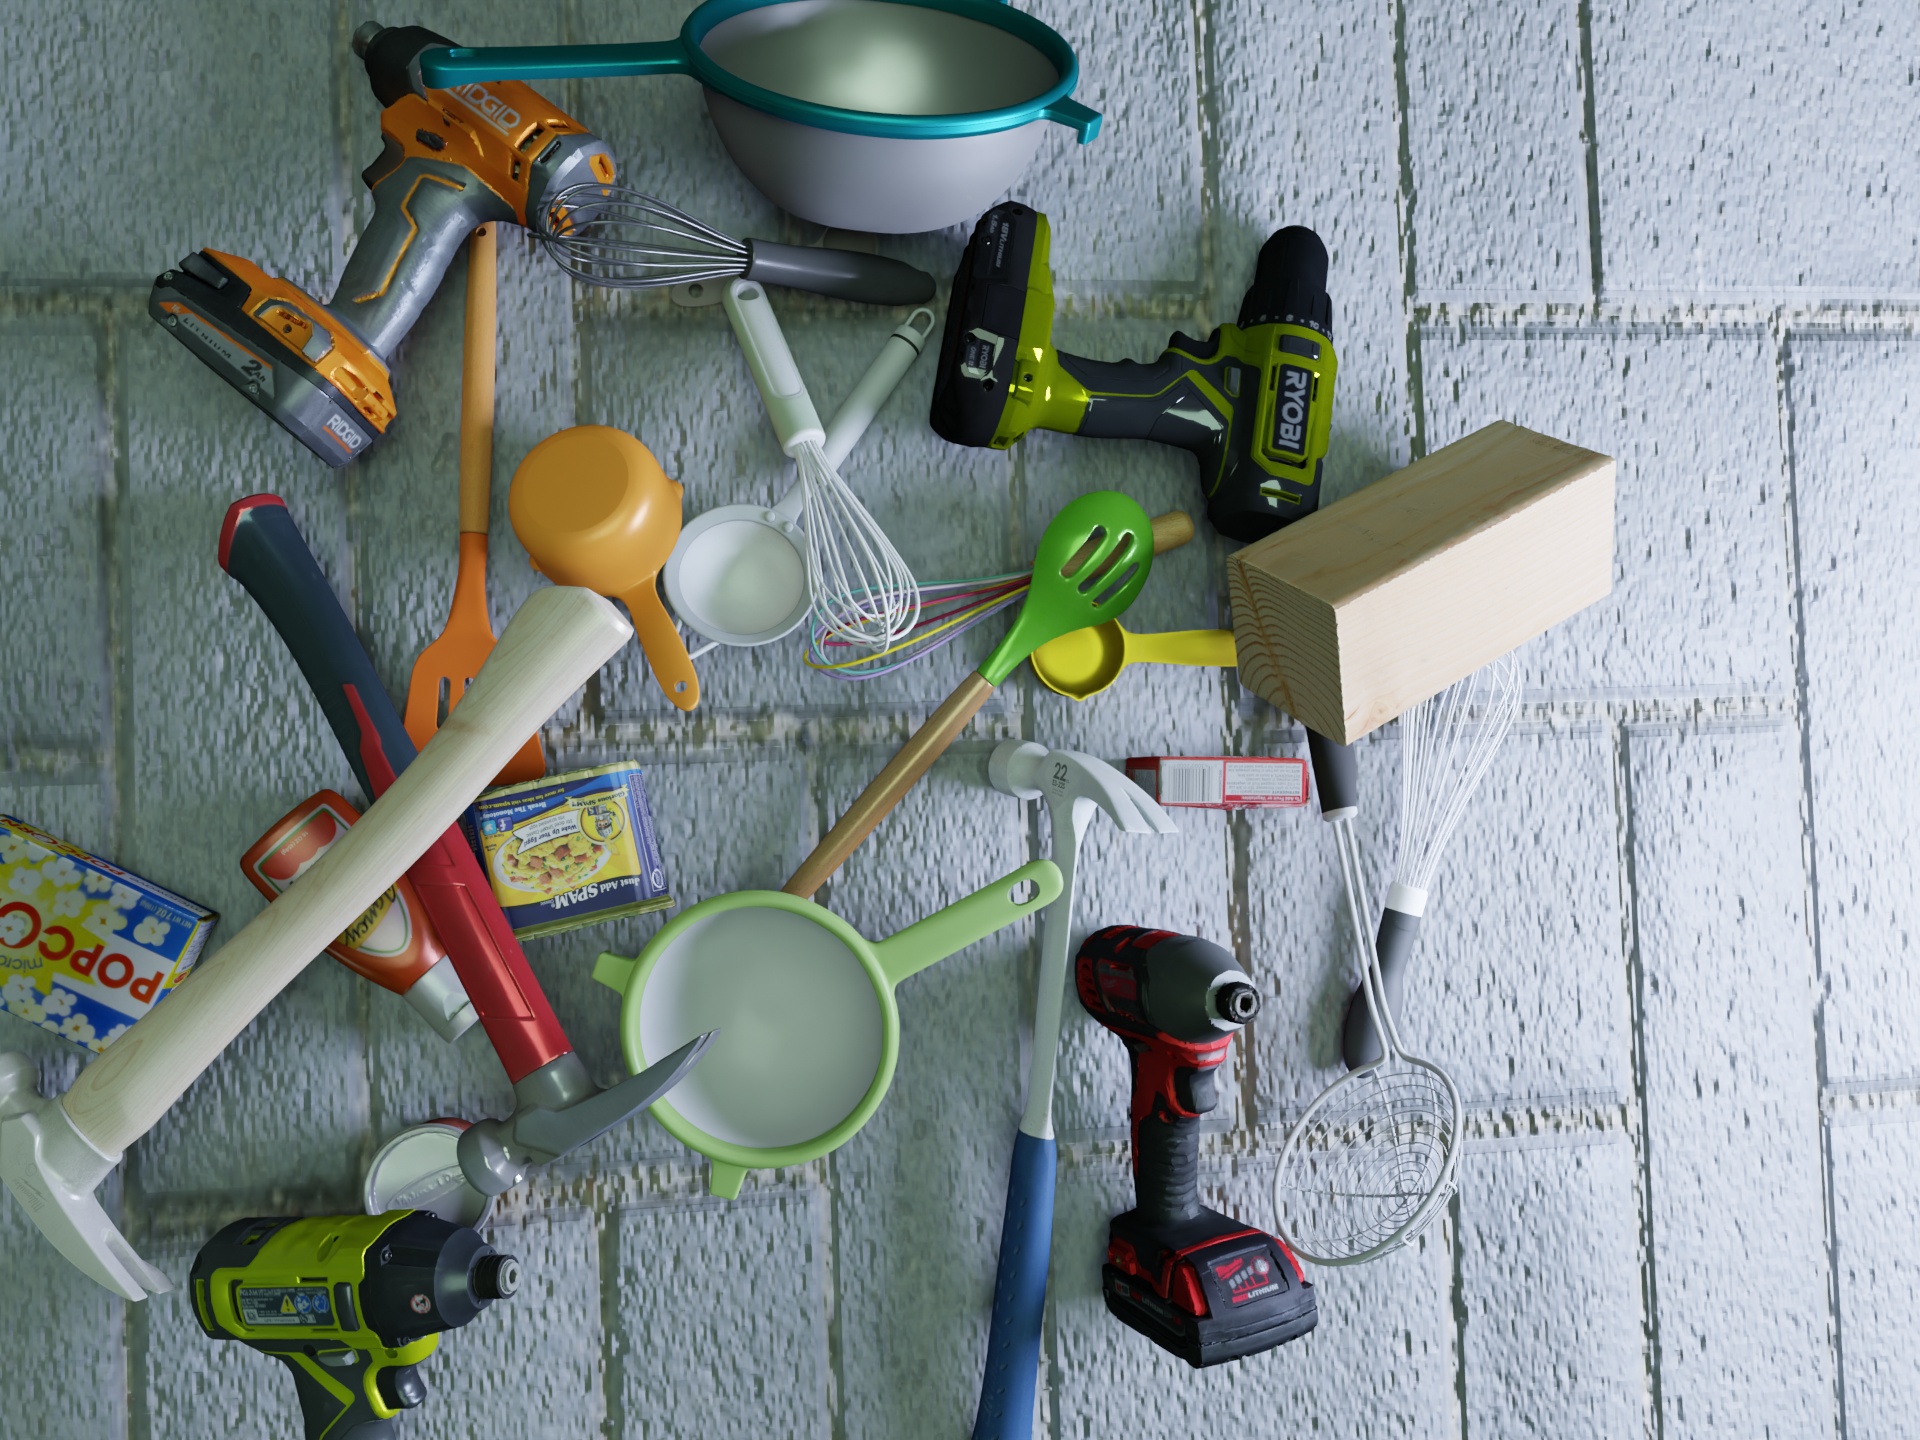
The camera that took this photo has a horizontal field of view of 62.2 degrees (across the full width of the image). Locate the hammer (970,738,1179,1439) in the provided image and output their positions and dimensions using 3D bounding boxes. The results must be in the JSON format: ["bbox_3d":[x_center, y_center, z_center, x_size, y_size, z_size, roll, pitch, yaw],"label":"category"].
[{"bbox_3d":[0.045,0.219,0.880,0.035,0.144,0.405,4,94,-30],"label":"hammer"}]

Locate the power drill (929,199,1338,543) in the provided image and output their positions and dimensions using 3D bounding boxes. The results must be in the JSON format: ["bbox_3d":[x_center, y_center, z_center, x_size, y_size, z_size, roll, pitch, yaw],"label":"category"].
[{"bbox_3d":[0.109,-0.216,0.918,0.228,0.080,0.191,12,76,-10],"label":"power drill"}]

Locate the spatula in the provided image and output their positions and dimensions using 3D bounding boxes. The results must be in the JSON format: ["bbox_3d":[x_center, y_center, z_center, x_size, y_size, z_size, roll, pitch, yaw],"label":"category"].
[{"bbox_3d":[-0.271,-0.126,0.890,0.081,0.041,0.323,1,84,-8],"label":"spatula"}]

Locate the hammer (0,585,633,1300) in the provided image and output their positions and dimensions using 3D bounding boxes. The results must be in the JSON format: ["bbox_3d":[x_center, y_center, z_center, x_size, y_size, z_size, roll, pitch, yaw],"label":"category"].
[{"bbox_3d":[-0.310,0.097,0.787,0.410,0.038,0.146,-45,79,1],"label":"hammer"}]

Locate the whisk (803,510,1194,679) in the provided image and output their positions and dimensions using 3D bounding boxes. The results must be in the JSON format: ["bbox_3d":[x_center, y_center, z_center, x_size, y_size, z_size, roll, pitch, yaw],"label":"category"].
[{"bbox_3d":[0.023,-0.078,0.922,0.245,0.047,0.051,-21,89,-13],"label":"whisk"}]

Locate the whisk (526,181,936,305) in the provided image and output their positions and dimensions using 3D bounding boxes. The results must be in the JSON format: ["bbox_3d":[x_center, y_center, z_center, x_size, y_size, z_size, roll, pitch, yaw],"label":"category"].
[{"bbox_3d":[-0.118,-0.253,0.873,0.238,0.055,0.055,0,88,-31],"label":"whisk"}]

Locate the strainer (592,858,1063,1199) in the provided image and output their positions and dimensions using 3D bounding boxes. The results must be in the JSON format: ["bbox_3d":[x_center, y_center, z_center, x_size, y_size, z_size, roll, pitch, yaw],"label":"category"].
[{"bbox_3d":[-0.059,0.138,0.869,0.256,0.069,0.151,-28,92,4],"label":"strainer"}]

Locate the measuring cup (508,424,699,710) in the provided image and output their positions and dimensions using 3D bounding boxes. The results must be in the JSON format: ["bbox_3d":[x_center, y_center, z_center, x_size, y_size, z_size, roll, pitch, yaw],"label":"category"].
[{"bbox_3d":[-0.183,-0.084,0.851,0.095,0.052,0.174,-28,66,-3],"label":"measuring cup"}]

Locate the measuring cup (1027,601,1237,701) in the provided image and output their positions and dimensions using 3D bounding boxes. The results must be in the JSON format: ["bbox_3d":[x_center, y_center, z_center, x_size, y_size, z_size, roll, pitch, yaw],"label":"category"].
[{"bbox_3d":[0.115,-0.042,0.939,0.156,0.029,0.062,0,88,-11],"label":"measuring cup"}]

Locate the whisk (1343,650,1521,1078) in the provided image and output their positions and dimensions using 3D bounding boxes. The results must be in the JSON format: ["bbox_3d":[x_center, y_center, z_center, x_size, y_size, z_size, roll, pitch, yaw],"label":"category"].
[{"bbox_3d":[0.272,0.075,0.944,0.070,0.070,0.284,16,90,-7],"label":"whisk"}]

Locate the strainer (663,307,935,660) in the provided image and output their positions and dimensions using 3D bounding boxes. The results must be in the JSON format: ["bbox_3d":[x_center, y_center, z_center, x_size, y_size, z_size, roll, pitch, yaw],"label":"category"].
[{"bbox_3d":[-0.086,-0.134,0.907,0.087,0.050,0.258,33,78,4],"label":"strainer"}]

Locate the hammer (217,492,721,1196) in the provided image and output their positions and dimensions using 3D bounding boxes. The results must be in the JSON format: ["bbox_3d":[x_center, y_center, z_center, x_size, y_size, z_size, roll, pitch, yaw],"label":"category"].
[{"bbox_3d":[-0.272,0.041,0.827,0.143,0.038,0.386,-31,81,6],"label":"hammer"}]

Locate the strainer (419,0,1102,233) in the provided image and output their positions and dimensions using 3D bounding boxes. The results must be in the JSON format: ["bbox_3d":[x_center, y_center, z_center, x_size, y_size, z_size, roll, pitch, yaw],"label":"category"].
[{"bbox_3d":[-0.107,-0.318,0.854,0.340,0.211,0.095,-7,134,-14],"label":"strainer"}]

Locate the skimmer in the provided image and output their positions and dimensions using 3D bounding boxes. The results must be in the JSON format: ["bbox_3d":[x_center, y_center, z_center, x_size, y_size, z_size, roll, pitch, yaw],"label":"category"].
[{"bbox_3d":[0.207,0.114,0.901,0.090,0.127,0.363,0,76,-34],"label":"skimmer"}]

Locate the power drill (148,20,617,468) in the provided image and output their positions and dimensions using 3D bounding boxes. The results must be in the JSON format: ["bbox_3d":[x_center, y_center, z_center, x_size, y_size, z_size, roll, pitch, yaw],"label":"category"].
[{"bbox_3d":[-0.317,-0.267,0.853,0.164,0.084,0.226,38,81,9],"label":"power drill"}]

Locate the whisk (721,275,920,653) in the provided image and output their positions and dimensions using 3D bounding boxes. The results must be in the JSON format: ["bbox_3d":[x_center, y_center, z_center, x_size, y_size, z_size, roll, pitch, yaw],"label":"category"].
[{"bbox_3d":[-0.083,-0.145,0.867,0.058,0.059,0.246,-16,69,-19],"label":"whisk"}]

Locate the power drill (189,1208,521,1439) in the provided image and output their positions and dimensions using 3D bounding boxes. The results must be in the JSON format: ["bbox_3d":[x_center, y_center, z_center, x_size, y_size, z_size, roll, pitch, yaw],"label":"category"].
[{"bbox_3d":[-0.285,0.360,0.804,0.171,0.080,0.223,-6,98,16],"label":"power drill"}]

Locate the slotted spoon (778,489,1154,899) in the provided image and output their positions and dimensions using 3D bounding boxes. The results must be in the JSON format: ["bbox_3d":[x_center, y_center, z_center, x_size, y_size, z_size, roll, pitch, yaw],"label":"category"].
[{"bbox_3d":[-0.001,-0.003,0.897,0.070,0.031,0.314,41,94,-23],"label":"slotted spoon"}]

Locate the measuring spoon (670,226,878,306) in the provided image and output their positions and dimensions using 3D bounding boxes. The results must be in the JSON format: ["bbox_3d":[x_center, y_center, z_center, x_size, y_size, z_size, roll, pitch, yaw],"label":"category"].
[{"bbox_3d":[-0.108,-0.264,0.922,0.124,0.018,0.034,-17,119,-2],"label":"measuring spoon"}]

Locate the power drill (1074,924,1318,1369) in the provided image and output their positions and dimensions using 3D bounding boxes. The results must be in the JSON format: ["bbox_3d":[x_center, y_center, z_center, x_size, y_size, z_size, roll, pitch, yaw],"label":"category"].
[{"bbox_3d":[0.126,0.225,0.871,0.078,0.143,0.219,-7,91,-24],"label":"power drill"}]
